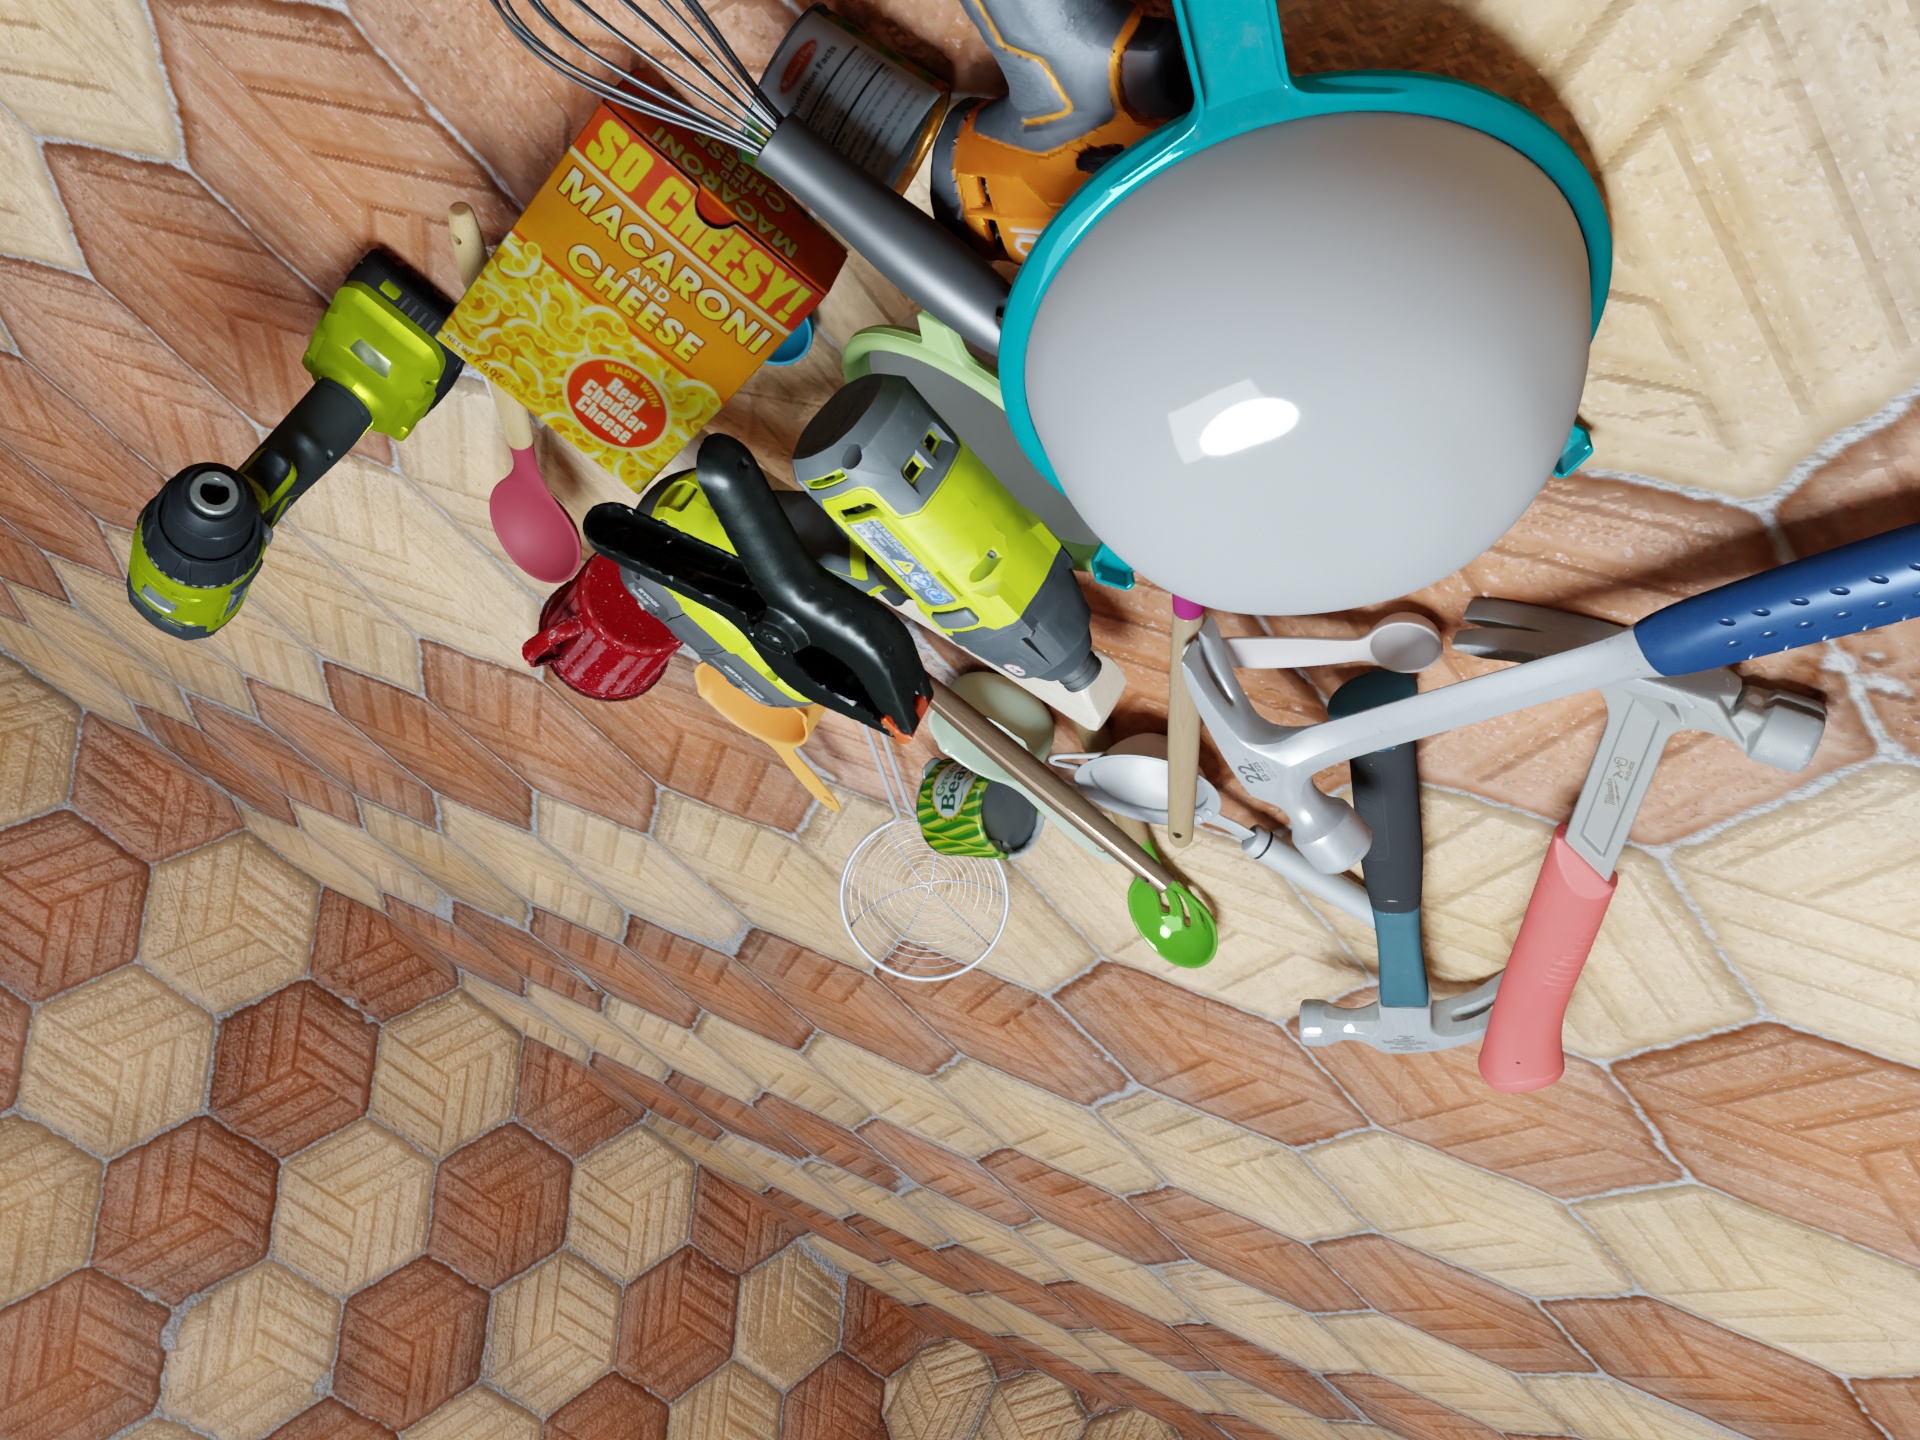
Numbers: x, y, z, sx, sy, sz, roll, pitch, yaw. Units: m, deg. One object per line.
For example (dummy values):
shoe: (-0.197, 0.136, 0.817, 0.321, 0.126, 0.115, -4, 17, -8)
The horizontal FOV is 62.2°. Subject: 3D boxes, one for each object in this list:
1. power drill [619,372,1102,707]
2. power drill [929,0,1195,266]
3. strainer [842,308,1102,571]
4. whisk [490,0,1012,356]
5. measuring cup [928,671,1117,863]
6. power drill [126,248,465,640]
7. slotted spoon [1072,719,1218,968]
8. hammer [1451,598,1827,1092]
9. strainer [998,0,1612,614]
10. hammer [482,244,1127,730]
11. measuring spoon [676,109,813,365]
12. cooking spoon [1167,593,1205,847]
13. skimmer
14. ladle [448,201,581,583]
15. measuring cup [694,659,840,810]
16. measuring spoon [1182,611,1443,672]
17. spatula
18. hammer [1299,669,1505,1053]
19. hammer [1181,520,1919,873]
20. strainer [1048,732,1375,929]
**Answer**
power drill: (-0.048, -0.067, 0.748, 0.171, 0.080, 0.223, 44, 152, -29)
power drill: (0.045, -0.233, 0.505, 0.164, 0.084, 0.226, 15, 154, 29)
strainer: (0.005, -0.142, 0.738, 0.151, 0.069, 0.256, 42, 169, -24)
whisk: (-0.067, -0.205, 0.567, 0.239, 0.055, 0.055, 36, 153, -12)
measuring cup: (0.051, 0.030, 0.998, 0.167, 0.038, 0.083, 43, 151, -26)
power drill: (-0.378, -0.157, 0.902, 0.080, 0.229, 0.190, 39, 152, -17)
slotted spoon: (0.107, 0.059, 1.003, 0.070, 0.031, 0.313, 15, 148, 35)
hammer: (0.298, 0.087, 0.802, 0.149, 0.037, 0.358, 20, 145, 20)
strainer: (0.101, -0.131, 0.483, 0.211, 0.095, 0.340, -14, 146, 13)
hammer: (-0.094, -0.109, 0.869, 0.411, 0.038, 0.146, 32, 156, 10)
measuring spoon: (-0.102, -0.226, 0.743, 0.042, 0.021, 0.128, -4, 131, 23)
cooking spoon: (0.113, -0.037, 0.795, 0.069, 0.017, 0.318, 11, 140, 15)
skimmer: (-0.049, 0.052, 1.080, 0.127, 0.090, 0.362, -9, 141, 5)
ladle: (-0.251, -0.172, 0.887, 0.069, 0.031, 0.315, 29, 155, 8)
measuring cup: (-0.112, -0.004, 1.094, 0.095, 0.052, 0.173, 11, 149, 34)
measuring spoon: (0.166, -0.038, 0.756, 0.124, 0.018, 0.034, -1, 140, 26)
spatula: (-0.001, -0.003, 0.934, 0.316, 0.018, 0.059, 39, 152, 4)
hammer: (0.240, 0.092, 0.886, 0.128, 0.033, 0.330, -1, 139, 18)
hammer: (0.259, -0.029, 0.625, 0.144, 0.035, 0.405, 48, 142, -17)
strainer: (0.168, 0.066, 0.937, 0.258, 0.050, 0.087, 31, 152, -12)
